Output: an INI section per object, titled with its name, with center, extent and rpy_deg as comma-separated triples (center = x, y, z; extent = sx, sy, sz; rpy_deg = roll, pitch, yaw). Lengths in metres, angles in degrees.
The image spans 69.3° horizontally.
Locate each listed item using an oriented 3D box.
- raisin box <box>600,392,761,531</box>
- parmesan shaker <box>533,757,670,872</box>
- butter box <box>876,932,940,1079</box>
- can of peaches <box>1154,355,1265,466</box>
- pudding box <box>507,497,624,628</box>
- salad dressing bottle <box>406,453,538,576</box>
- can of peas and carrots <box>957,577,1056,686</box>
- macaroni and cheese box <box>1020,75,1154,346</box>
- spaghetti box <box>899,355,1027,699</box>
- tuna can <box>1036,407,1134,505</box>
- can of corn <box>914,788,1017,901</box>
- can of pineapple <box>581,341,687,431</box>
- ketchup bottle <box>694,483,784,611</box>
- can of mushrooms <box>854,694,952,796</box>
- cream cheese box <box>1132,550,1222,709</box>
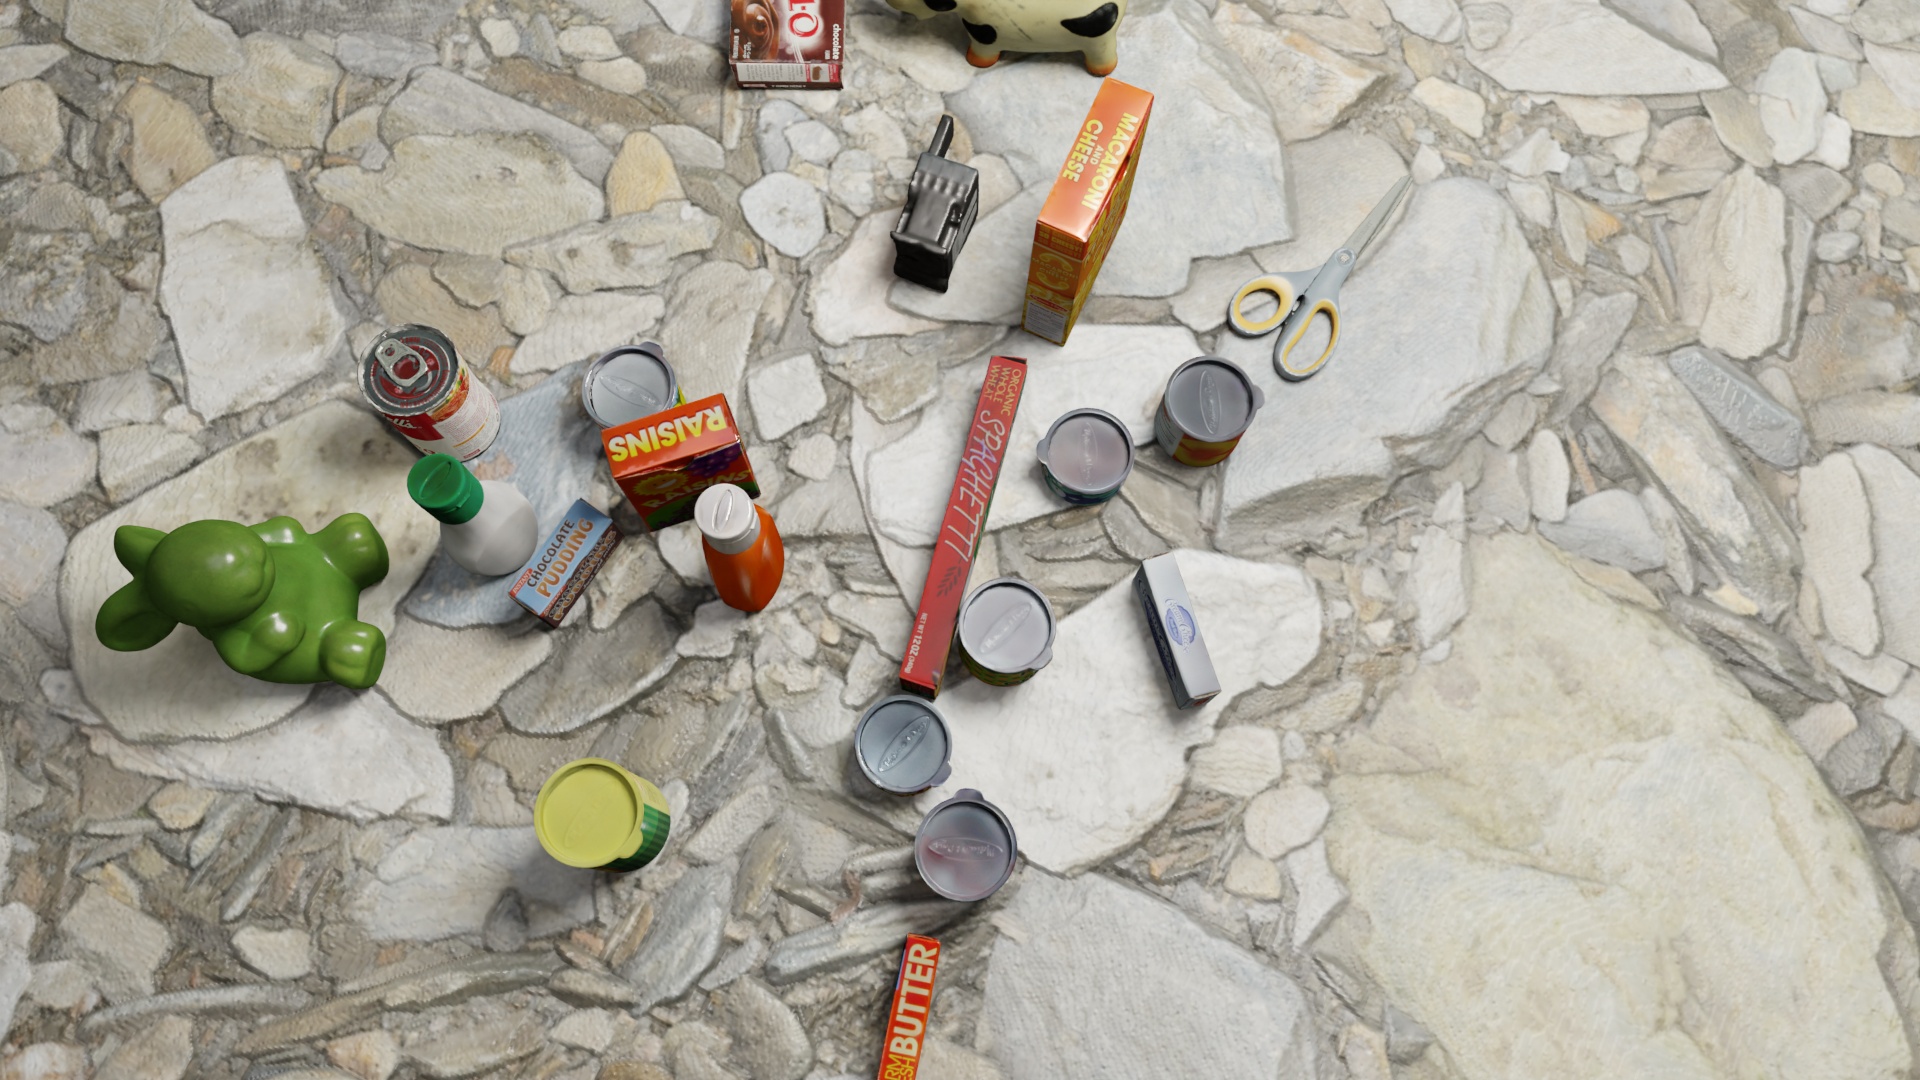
[raisin box]
center = -0.189, -0.051, 0.953
extent = 0.086, 0.123, 0.040
rpy_deg = -18, 75, -6
[parmesan shaker]
center = -0.226, 0.181, 0.894
extent = 0.071, 0.102, 0.071
rpy_deg = 0, 74, -1
[butter box]
center = -0.033, 0.305, 0.888
extent = 0.024, 0.053, 0.104
rpy_deg = 11, 74, 2
[can of peaches]
center = 0.180, -0.093, 1.010
extent = 0.071, 0.058, 0.071
rpy_deg = 0, 74, -1
[pudding box]
center = -0.275, 0.016, 0.969
extent = 0.030, 0.049, 0.084
rpy_deg = 32, 75, 7
[salad dressing bottle]
center = -0.325, -0.018, 0.927
extent = 0.044, 0.147, 0.064
rpy_deg = 33, 76, 8
[can of peas and carrots]
center = 0.033, 0.066, 0.958
extent = 0.071, 0.058, 0.071
rpy_deg = 0, 74, -1
[macaroni and cheese box]
center = 0.089, -0.230, 0.992
extent = 0.040, 0.166, 0.124
rpy_deg = 24, 75, 5
[spaghetti box]
center = 0.004, -0.012, 0.985
extent = 0.029, 0.050, 0.251
rpy_deg = 15, 74, 3
[tuna can]
center = 0.089, -0.060, 1.011
extent = 0.071, 0.032, 0.071
rpy_deg = 0, 74, -1
[can of corn]
center = 0.003, 0.202, 0.917
extent = 0.071, 0.058, 0.071
rpy_deg = 0, 74, -1
[can of pineapple]
center = -0.232, -0.101, 1.001
extent = 0.071, 0.057, 0.071
rpy_deg = 0, 74, -1
[ketchup bottle]
center = -0.147, 0.002, 0.926
extent = 0.043, 0.148, 0.065
rpy_deg = 11, 74, 2
[can of mushrooms]
center = -0.037, 0.142, 0.947
extent = 0.071, 0.033, 0.071
rpy_deg = 0, 74, -1
[cream cheese box]
center = 0.149, 0.064, 0.965
extent = 0.024, 0.053, 0.104
rpy_deg = -16, 75, -6
